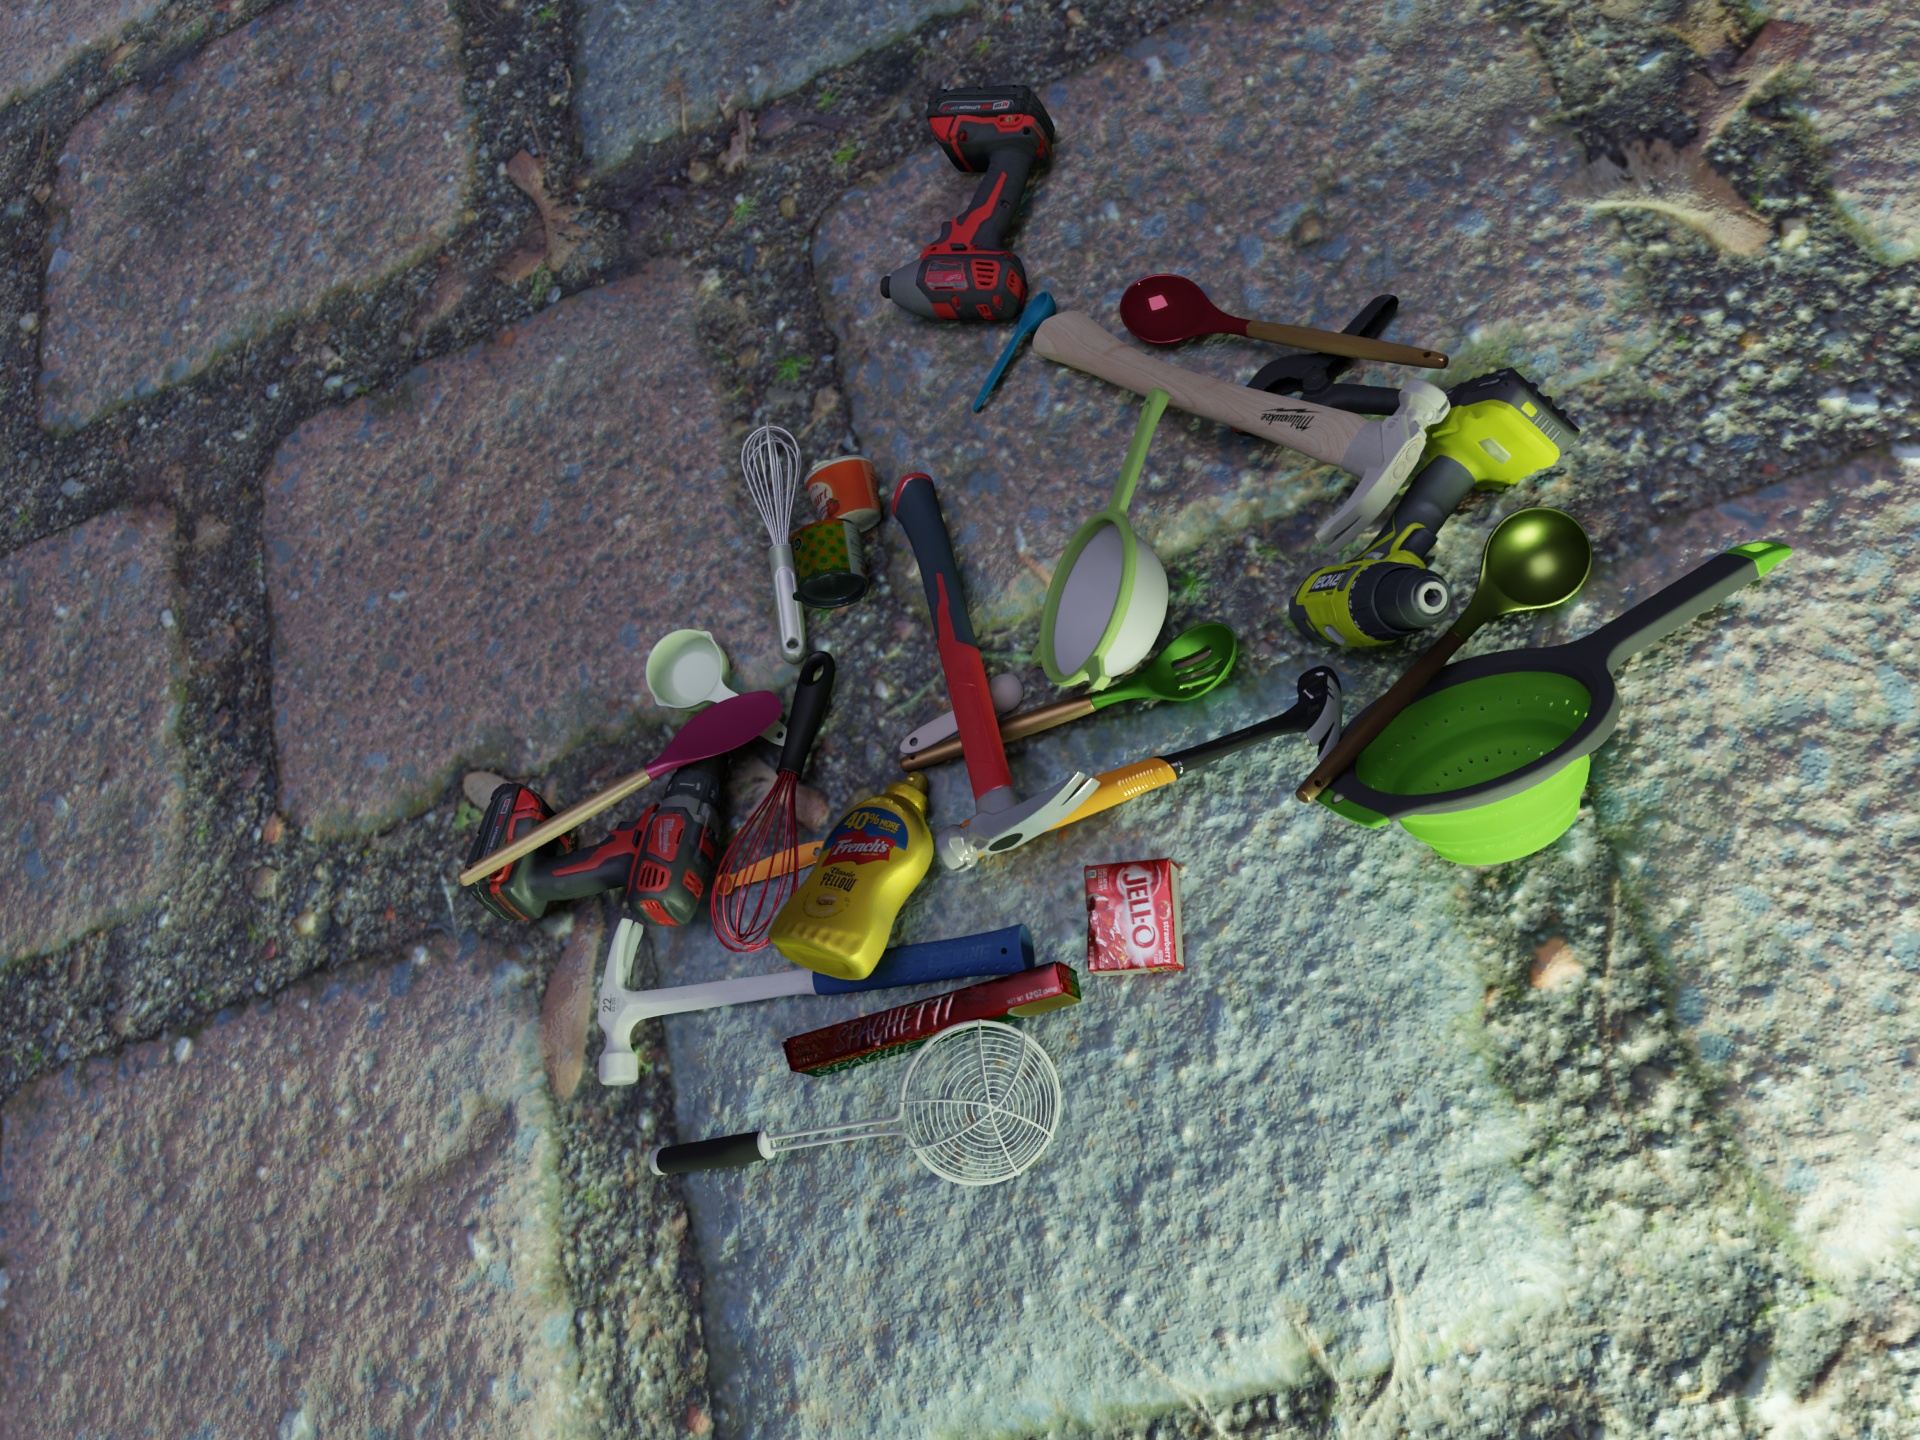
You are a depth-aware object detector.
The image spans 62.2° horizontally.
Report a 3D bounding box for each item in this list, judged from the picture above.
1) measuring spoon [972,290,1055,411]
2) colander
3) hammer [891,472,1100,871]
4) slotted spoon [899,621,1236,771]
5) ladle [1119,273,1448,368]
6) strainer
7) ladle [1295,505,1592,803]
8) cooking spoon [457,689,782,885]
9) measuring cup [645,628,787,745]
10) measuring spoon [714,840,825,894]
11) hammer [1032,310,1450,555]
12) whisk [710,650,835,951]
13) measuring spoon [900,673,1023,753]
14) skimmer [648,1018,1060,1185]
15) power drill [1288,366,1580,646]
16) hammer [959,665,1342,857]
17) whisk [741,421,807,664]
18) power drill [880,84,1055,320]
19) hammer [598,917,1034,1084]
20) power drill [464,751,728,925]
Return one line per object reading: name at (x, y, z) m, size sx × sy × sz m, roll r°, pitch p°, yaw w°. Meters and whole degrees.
measuring spoon at (0.052, -0.339, 1.481) m, size 0.128 × 0.021 × 0.042 m, roll -58°, pitch 24°, yaw 6°
colander at (0.449, -0.002, 1.159) m, size 0.397 × 0.094 × 0.205 m, roll -30°, pitch 20°, yaw -8°
hammer at (0.010, -0.069, 1.357) m, size 0.143 × 0.038 × 0.387 m, roll -31°, pitch 54°, yaw 26°
slotted spoon at (0.089, -0.010, 1.349) m, size 0.314 × 0.031 × 0.070 m, roll -19°, pitch 49°, yaw 18°
ladle at (0.269, -0.331, 1.352) m, size 0.316 × 0.031 × 0.069 m, roll 23°, pitch 82°, yaw 38°
strainer at (0.144, -0.143, 1.316) m, size 0.256 × 0.069 × 0.151 m, roll -71°, pitch 20°, yaw 3°
ladle at (0.355, -0.048, 1.173) m, size 0.320 × 0.062 × 0.078 m, roll -42°, pitch 87°, yaw -22°
cooking spoon at (-0.301, 0.060, 1.414) m, size 0.319 × 0.017 × 0.069 m, roll -30°, pitch 43°, yaw -10°
measuring cup at (-0.217, -0.021, 1.481) m, size 0.168 × 0.038 × 0.083 m, roll 34°, pitch 87°, yaw 16°
measuring spoon at (-0.166, 0.132, 1.421) m, size 0.117 × 0.011 × 0.021 m, roll -20°, pitch 67°, yaw 12°
hammer at (0.198, -0.263, 1.325) m, size 0.411 × 0.038 × 0.146 m, roll 32°, pitch 85°, yaw 43°
whisk at (-0.157, 0.065, 1.394) m, size 0.073 × 0.073 × 0.296 m, roll 1°, pitch 60°, yaw 23°
measuring spoon at (-0.002, -0.004, 1.390) m, size 0.124 × 0.018 × 0.034 m, roll -29°, pitch 64°, yaw 12°
skimmer at (-0.095, 0.333, 1.309) m, size 0.363 × 0.090 × 0.127 m, roll -17°, pitch 87°, yaw 29°
power drill at (0.359, -0.151, 1.202) m, size 0.080 × 0.190 × 0.228 m, roll 39°, pitch 84°, yaw -9°
hammer at (0.141, 0.050, 1.264) m, size 0.337 × 0.127 × 0.034 m, roll -22°, pitch 108°, yaw 24°
whisk at (-0.169, -0.169, 1.502) m, size 0.058 × 0.059 × 0.246 m, roll -8°, pitch 73°, yaw -3°
power drill at (0.006, -0.486, 1.519) m, size 0.143 × 0.078 × 0.220 m, roll 7°, pitch 78°, yaw 25°
hammer at (-0.134, 0.217, 1.362) m, size 0.405 × 0.035 × 0.144 m, roll -11°, pitch 69°, yaw 19°
power drill at (-0.320, 0.098, 1.449) m, size 0.227 × 0.080 × 0.188 m, roll -4°, pitch 53°, yaw 21°
